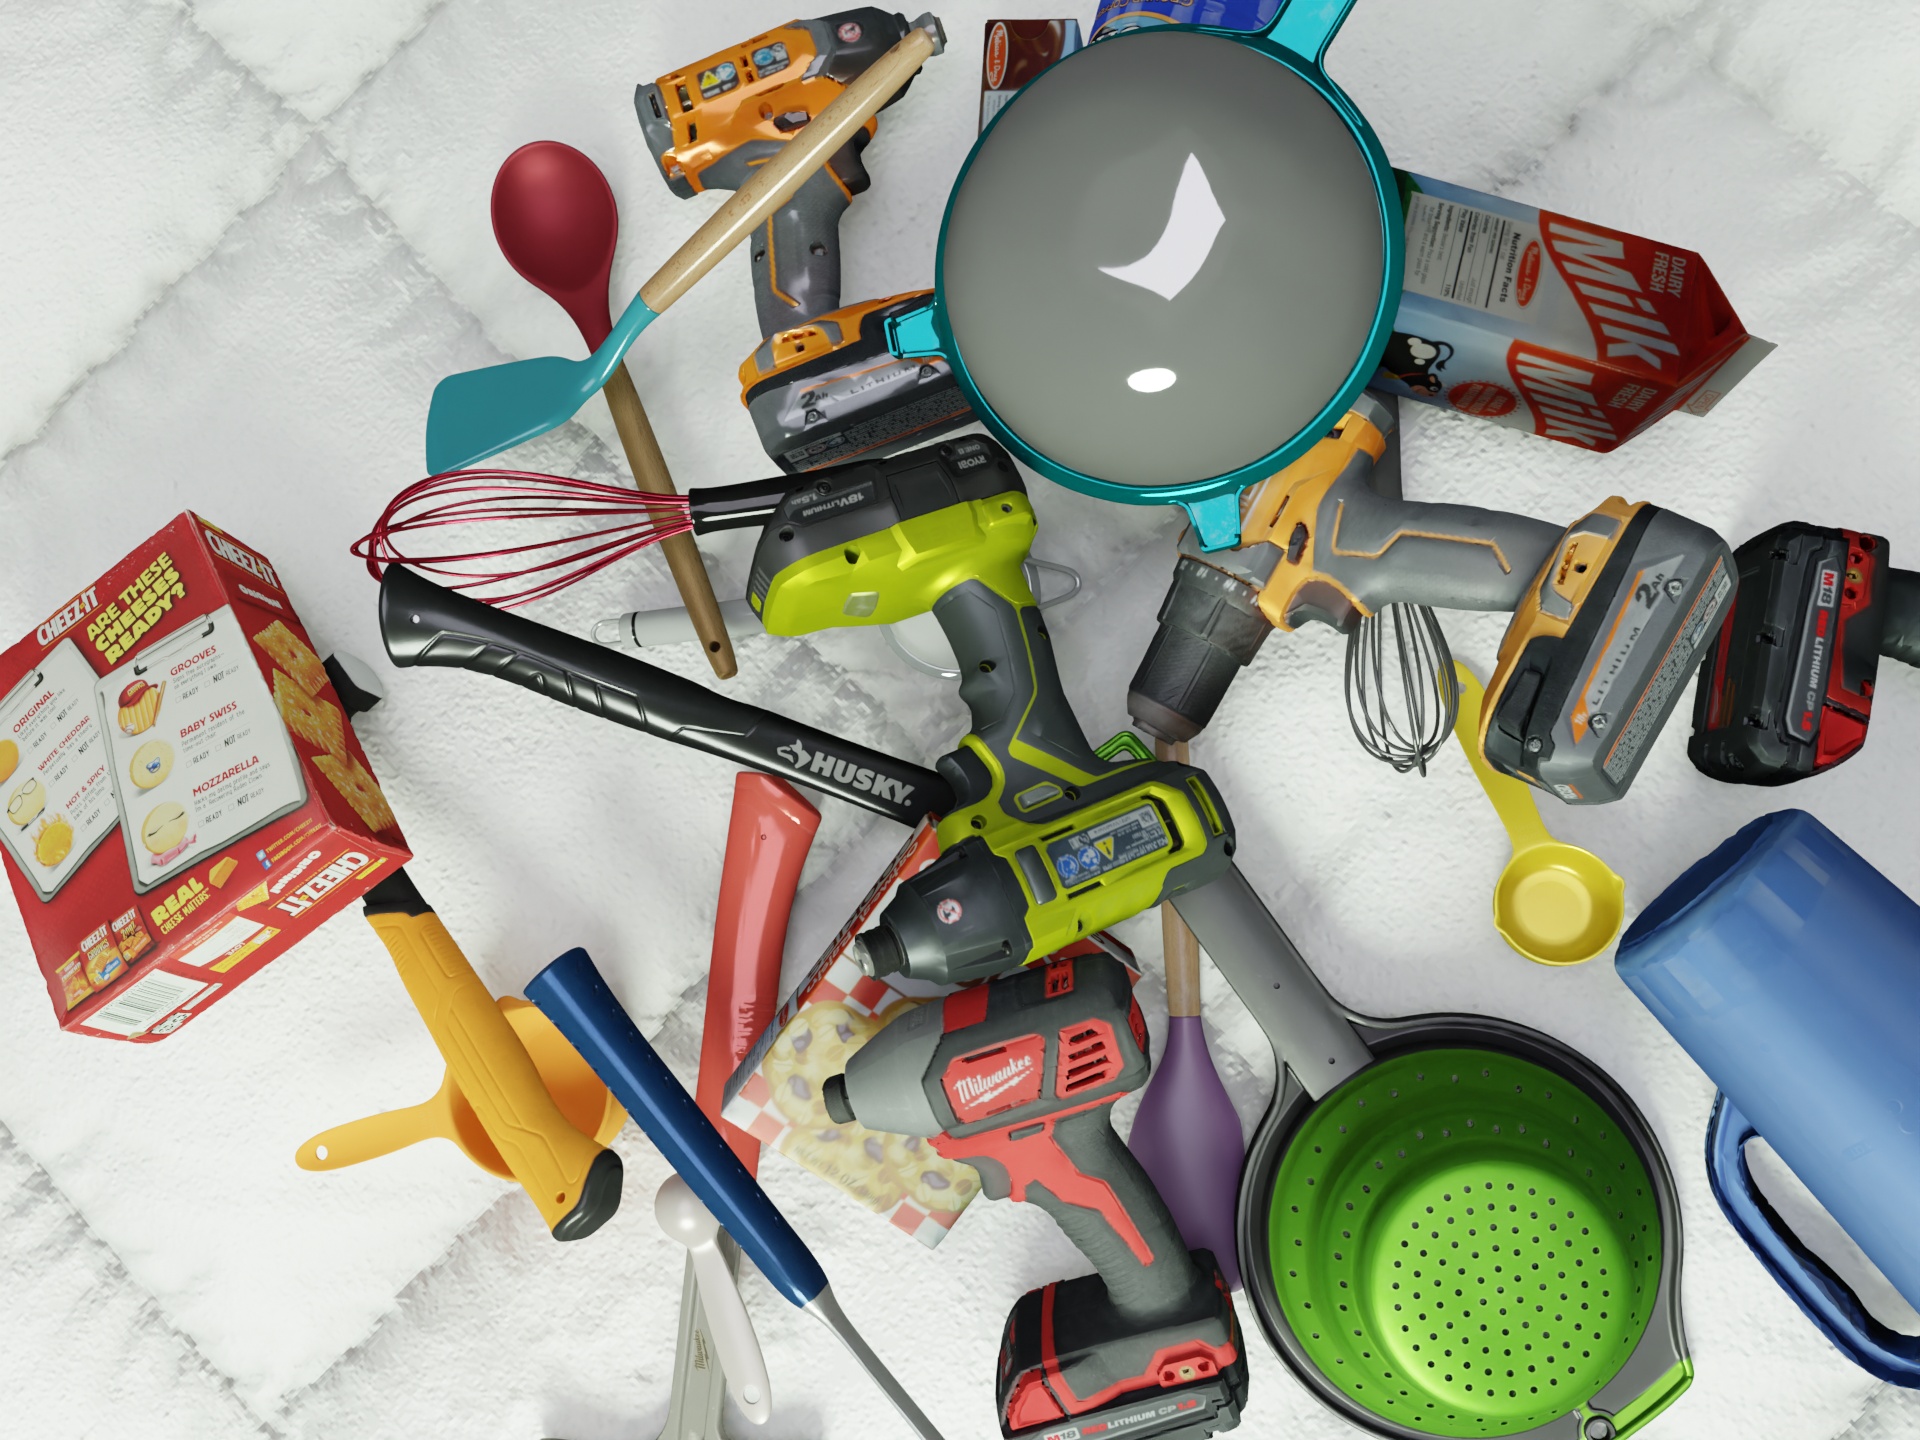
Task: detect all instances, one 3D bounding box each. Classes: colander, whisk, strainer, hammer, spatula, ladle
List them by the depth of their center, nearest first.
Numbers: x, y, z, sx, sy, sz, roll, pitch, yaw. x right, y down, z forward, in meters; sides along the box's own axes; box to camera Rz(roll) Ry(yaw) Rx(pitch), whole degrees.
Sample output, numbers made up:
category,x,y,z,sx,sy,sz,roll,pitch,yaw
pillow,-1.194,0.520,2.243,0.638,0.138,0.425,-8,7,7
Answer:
category,x,y,z,sx,sy,sz,roll,pitch,yaw
strainer,0.111,-0.252,0.658,0.211,0.095,0.340,34,104,11
colander,0.179,0.171,0.709,0.204,0.094,0.397,-36,84,3
hammer,-0.059,0.267,0.713,0.035,0.144,0.405,-41,82,-1
hammer,-0.111,-0.003,0.757,0.334,0.035,0.146,21,92,-10
spatula,-0.139,-0.223,0.761,0.317,0.044,0.082,-36,43,23
whisk,0.206,-0.090,0.771,0.055,0.055,0.239,-5,79,8
whisk,-0.149,-0.099,0.773,0.296,0.073,0.073,-8,83,0
spatula,0.106,0.118,0.776,0.060,0.018,0.316,-2,85,6
hammer,-0.272,0.118,0.784,0.127,0.034,0.337,-43,65,2
hammer,-0.126,0.204,0.794,0.149,0.036,0.359,5,86,9
strainer,-0.069,-0.057,0.811,0.258,0.050,0.087,-6,89,11
ladle,-0.173,-0.164,0.829,0.069,0.031,0.315,-24,76,8

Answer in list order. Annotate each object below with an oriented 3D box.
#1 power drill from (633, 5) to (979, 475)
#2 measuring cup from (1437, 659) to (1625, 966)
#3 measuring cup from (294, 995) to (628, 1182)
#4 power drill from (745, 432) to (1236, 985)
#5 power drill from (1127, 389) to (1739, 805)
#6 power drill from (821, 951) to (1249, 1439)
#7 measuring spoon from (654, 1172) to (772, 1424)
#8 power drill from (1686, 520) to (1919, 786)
category,x,y,z,sx,sy,sz,roll,pitch,yaw
power drill,-0.060,-0.253,0.809,0.164,0.084,0.227,-20,78,6
measuring cup,0.264,0.043,0.762,0.062,0.029,0.157,-21,70,7
measuring cup,-0.248,0.196,0.806,0.173,0.052,0.095,-18,82,8
power drill,-0.001,-0.002,0.701,0.171,0.080,0.223,-20,74,-20
power drill,0.189,-0.042,0.698,0.226,0.084,0.185,30,92,35
power drill,0.036,0.217,0.705,0.143,0.079,0.219,-18,106,8
measuring spoon,-0.116,0.276,0.758,0.034,0.018,0.124,-22,83,6
power drill,0.455,0.010,0.708,0.227,0.080,0.188,10,86,6
